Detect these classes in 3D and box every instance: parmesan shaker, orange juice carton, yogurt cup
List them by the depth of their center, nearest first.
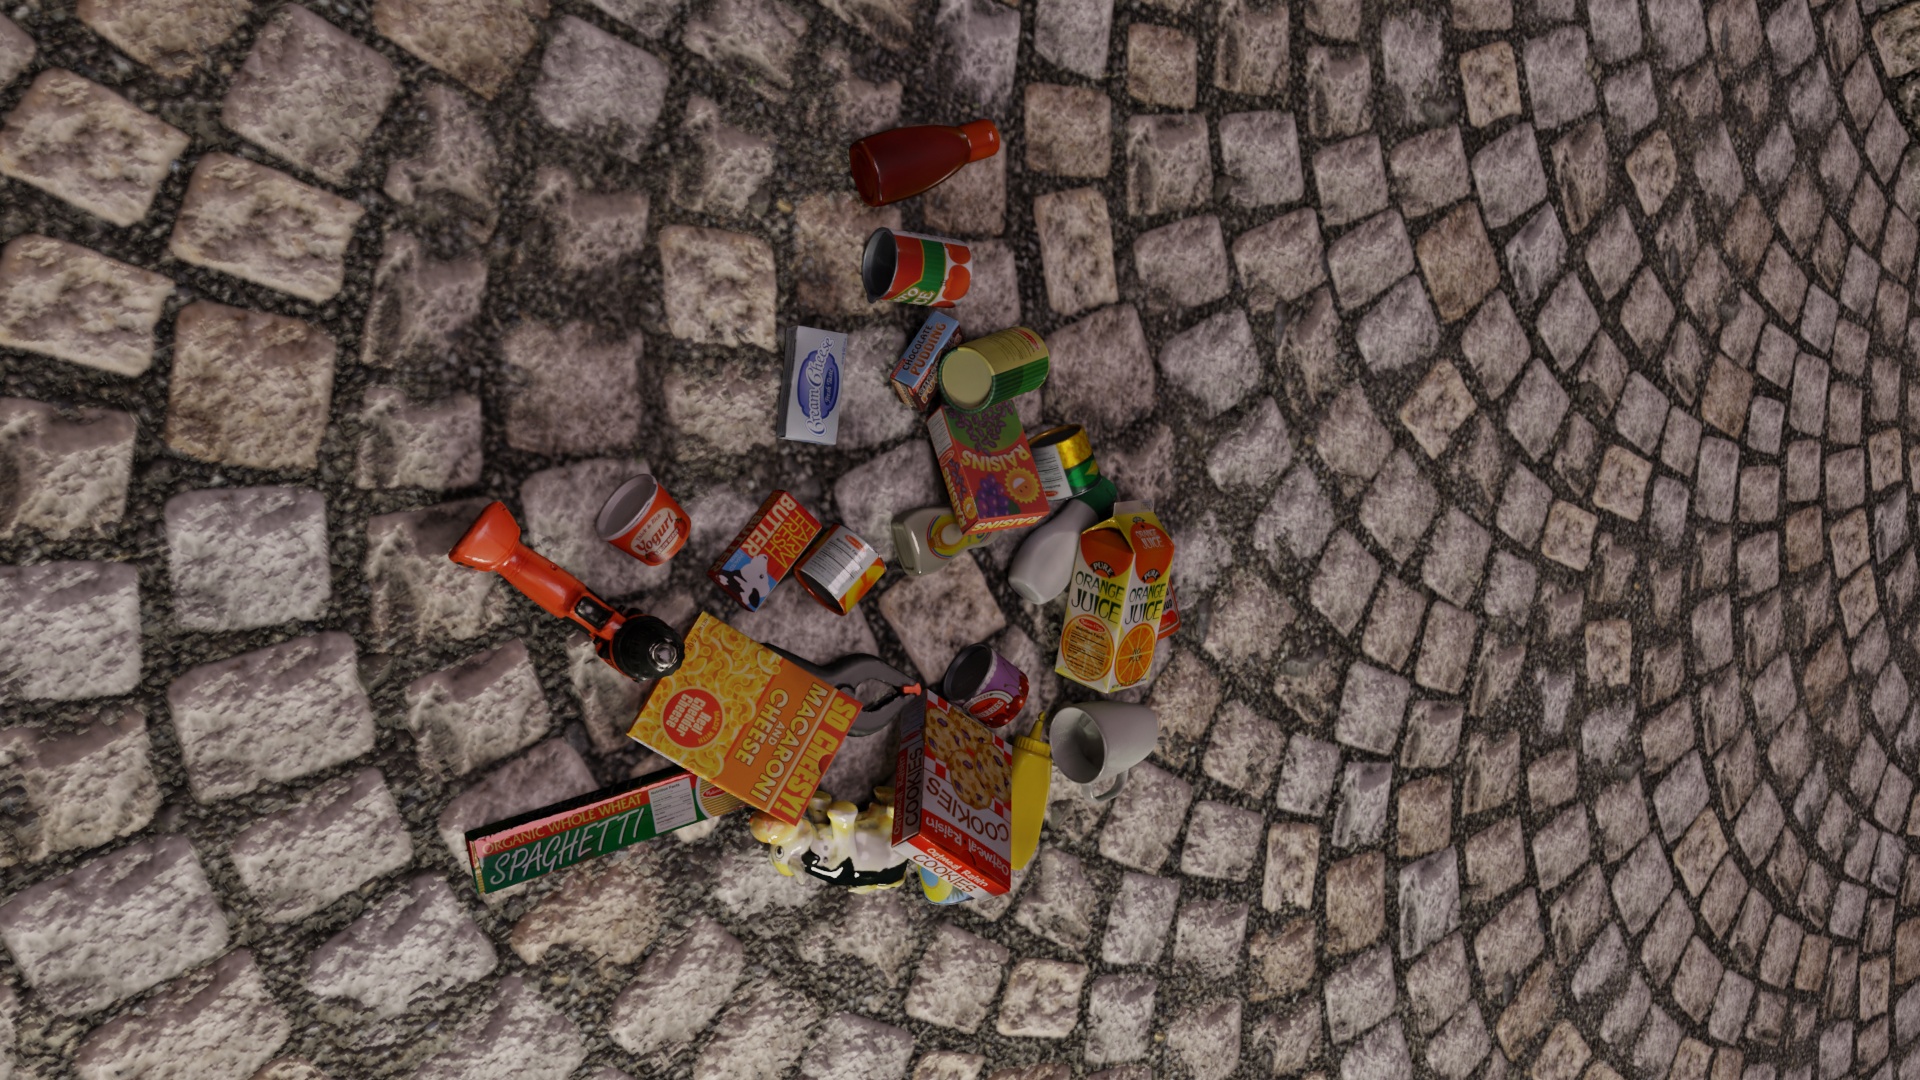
[{"bbox_3d":[-0.266,-0.015,1.176,0.054,0.072,0.072,45,71,-36],"label":"yogurt cup"},{"bbox_3d":[0.030,-0.165,1.331,0.103,0.071,0.071,-28,110,-52],"label":"parmesan shaker"},{"bbox_3d":[0.160,0.051,1.415,0.072,0.073,0.192,-5,109,-47],"label":"orange juice carton"}]

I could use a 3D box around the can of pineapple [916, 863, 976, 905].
[{"bbox_3d":[-0.009,0.315,1.361,0.071,0.071,0.057,-21,105,-29],"label":"can of pineapple"}]

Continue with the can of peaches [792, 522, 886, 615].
[{"bbox_3d":[-0.111,0.028,1.277,0.058,0.071,0.071,-49,117,-20],"label":"can of peaches"}]

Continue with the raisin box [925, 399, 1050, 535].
[{"bbox_3d":[0.026,-0.072,1.342,0.086,0.040,0.123,-7,70,-33],"label":"raisin box"}]

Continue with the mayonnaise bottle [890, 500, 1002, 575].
[{"bbox_3d":[0.005,-0.017,1.360,0.149,0.041,0.064,-23,103,-30],"label":"mayonnaise bottle"}]

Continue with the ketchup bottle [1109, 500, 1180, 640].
[{"bbox_3d":[0.191,0.032,1.481,0.065,0.043,0.148,-21,104,-29],"label":"ketchup bottle"}]

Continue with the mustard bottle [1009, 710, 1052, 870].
[{"bbox_3d":[0.060,0.250,1.412,0.065,0.049,0.160,24,81,-32],"label":"mustard bottle"}]

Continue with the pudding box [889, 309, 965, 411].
[{"bbox_3d":[-0.031,-0.171,1.319,0.084,0.030,0.049,-57,158,-16],"label":"pudding box"}]

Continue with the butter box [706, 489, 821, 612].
[{"bbox_3d":[-0.177,0.009,1.257,0.053,0.024,0.104,46,71,-27],"label":"butter box"}]

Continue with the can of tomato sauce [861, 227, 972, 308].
[{"bbox_3d":[-0.041,-0.252,1.298,0.083,0.071,0.071,1,93,-33],"label":"can of tomato sauce"}]

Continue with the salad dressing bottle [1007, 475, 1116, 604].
[{"bbox_3d":[0.107,-0.004,1.426,0.148,0.044,0.064,-52,122,-19],"label":"salad dressing bottle"}]

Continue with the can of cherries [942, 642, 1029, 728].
[{"bbox_3d":[0.025,0.145,1.369,0.058,0.071,0.071,40,73,-29],"label":"can of cherries"}]

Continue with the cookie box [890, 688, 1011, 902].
[{"bbox_3d":[-0.005,0.241,1.318,0.123,0.040,0.168,38,35,-29],"label":"cookie box"}]

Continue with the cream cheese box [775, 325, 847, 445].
[{"bbox_3d":[-0.136,-0.141,1.271,0.053,0.024,0.103,6,91,-31],"label":"cream cheese box"}]

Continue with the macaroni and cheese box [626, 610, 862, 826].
[{"bbox_3d":[-0.187,0.157,1.216,0.166,0.040,0.124,31,74,-10],"label":"macaroni and cheese box"}]

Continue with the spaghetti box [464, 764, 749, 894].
[{"bbox_3d":[-0.296,0.238,1.196,0.251,0.028,0.050,-14,101,-31],"label":"spaghetti box"}]

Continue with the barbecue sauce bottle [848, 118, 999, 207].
[{"bbox_3d":[-0.031,-0.363,1.310,0.149,0.043,0.064,-25,107,-29],"label":"barbecue sauce bottle"}]

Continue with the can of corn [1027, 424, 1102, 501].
[{"bbox_3d":[0.104,-0.080,1.405,0.071,0.071,0.058,-30,109,-27],"label":"can of corn"}]
